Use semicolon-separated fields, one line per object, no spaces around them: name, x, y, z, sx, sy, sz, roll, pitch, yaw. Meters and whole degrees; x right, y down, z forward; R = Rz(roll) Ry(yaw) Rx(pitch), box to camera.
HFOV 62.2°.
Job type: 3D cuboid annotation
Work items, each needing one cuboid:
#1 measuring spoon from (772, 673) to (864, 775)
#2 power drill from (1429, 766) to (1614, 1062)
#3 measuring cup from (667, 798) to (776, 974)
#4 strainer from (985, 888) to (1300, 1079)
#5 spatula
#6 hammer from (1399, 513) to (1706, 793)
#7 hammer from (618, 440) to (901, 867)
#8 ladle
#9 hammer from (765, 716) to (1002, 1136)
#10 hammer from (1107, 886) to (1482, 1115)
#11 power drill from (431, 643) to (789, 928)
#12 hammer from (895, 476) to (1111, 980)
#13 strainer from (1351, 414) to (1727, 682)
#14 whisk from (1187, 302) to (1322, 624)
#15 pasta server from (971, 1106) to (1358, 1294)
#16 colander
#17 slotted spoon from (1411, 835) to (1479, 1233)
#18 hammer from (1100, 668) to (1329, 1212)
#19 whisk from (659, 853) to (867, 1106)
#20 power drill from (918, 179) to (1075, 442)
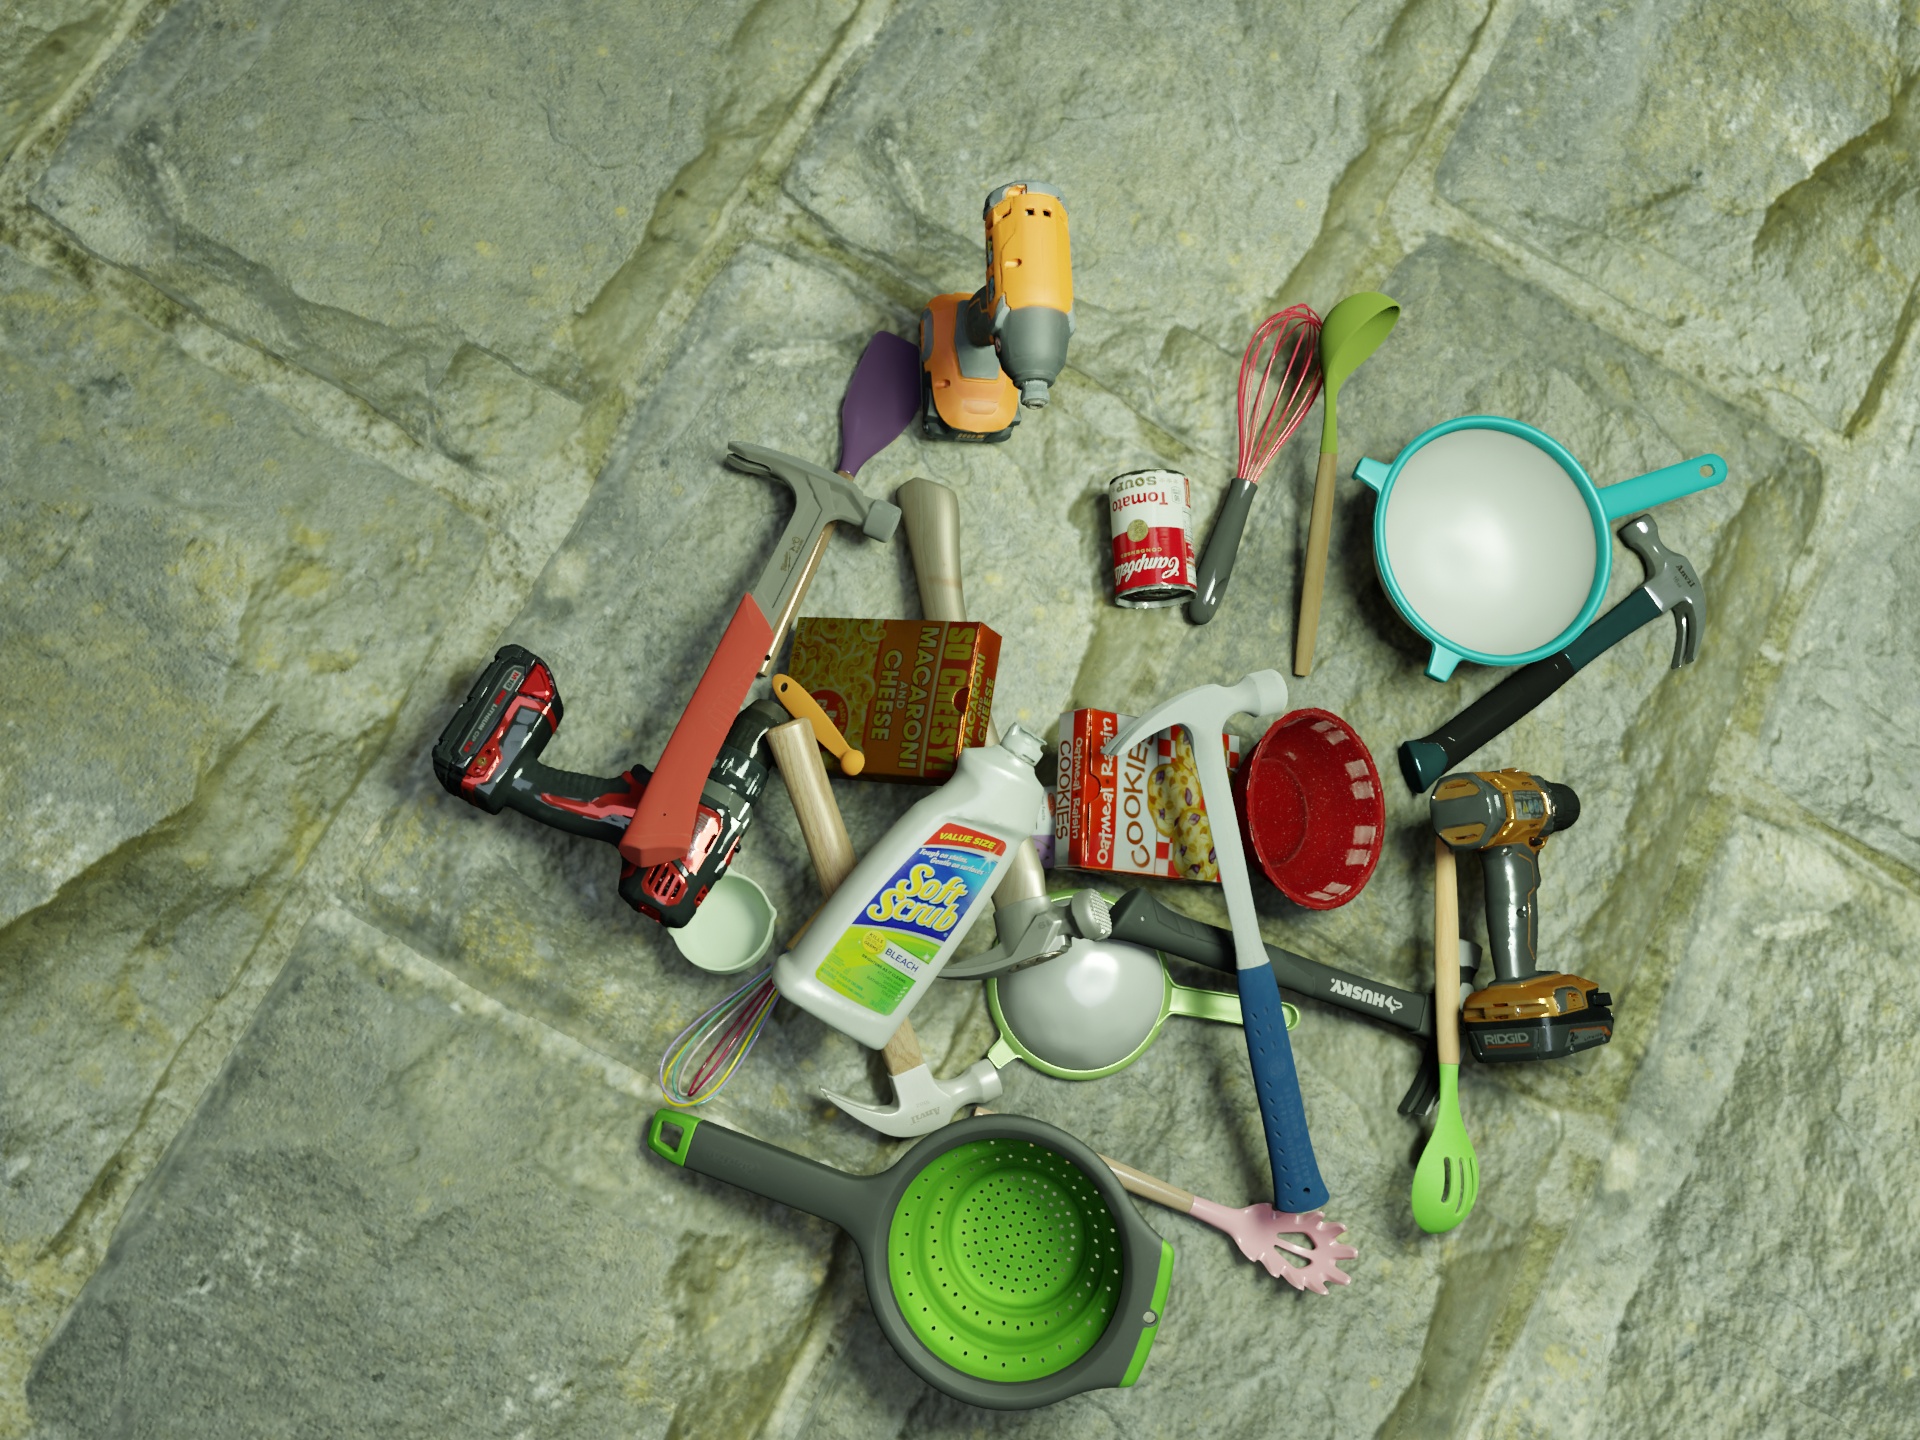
measuring spoon;-0.112;0.001;1.219;0.021;0.011;0.117;-49;60;8
power drill;0.459;0.150;1.280;0.185;0.084;0.226;1;78;-45
measuring cup;-0.187;0.116;1.234;0.083;0.038;0.168;-8;68;-3
strainer;0.150;0.214;1.247;0.256;0.069;0.151;10;78;-5
spatula;-0.102;-0.178;1.306;0.059;0.018;0.316;25;76;-10
hammer;0.509;-0.044;1.371;0.331;0.033;0.128;-33;85;-13
hammer;-0.175;-0.053;1.197;0.149;0.036;0.359;22;61;1
ladle;0.316;-0.195;1.326;0.062;0.078;0.320;8;95;27
hammer;-0.080;0.159;1.206;0.130;0.031;0.331;-21;95;-15
hammer;0.262;0.204;1.252;0.334;0.035;0.146;19;77;-18
power drill;-0.257;0.029;1.201;0.226;0.080;0.188;28;71;2
hammer;-0.002;-0.004;1.239;0.146;0.038;0.411;-23;66;21
strainer;0.490;-0.162;1.360;0.340;0.095;0.211;-18;86;-14
whisk;0.247;-0.219;1.351;0.073;0.073;0.296;21;83;-5
pasta server;0.156;0.366;1.238;0.316;0.040;0.060;23;71;-3
colander;-0.040;0.365;1.188;0.397;0.094;0.204;17;87;11
slotted spoon;0.386;0.246;1.261;0.070;0.031;0.314;9;78;-31
hammer;0.212;0.174;1.194;0.144;0.035;0.405;-14;96;-14
whisk;-0.138;0.199;1.220;0.051;0.047;0.245;47;72;-17
power drill;0.029;-0.293;1.238;0.084;0.226;0.164;0;80;-15
